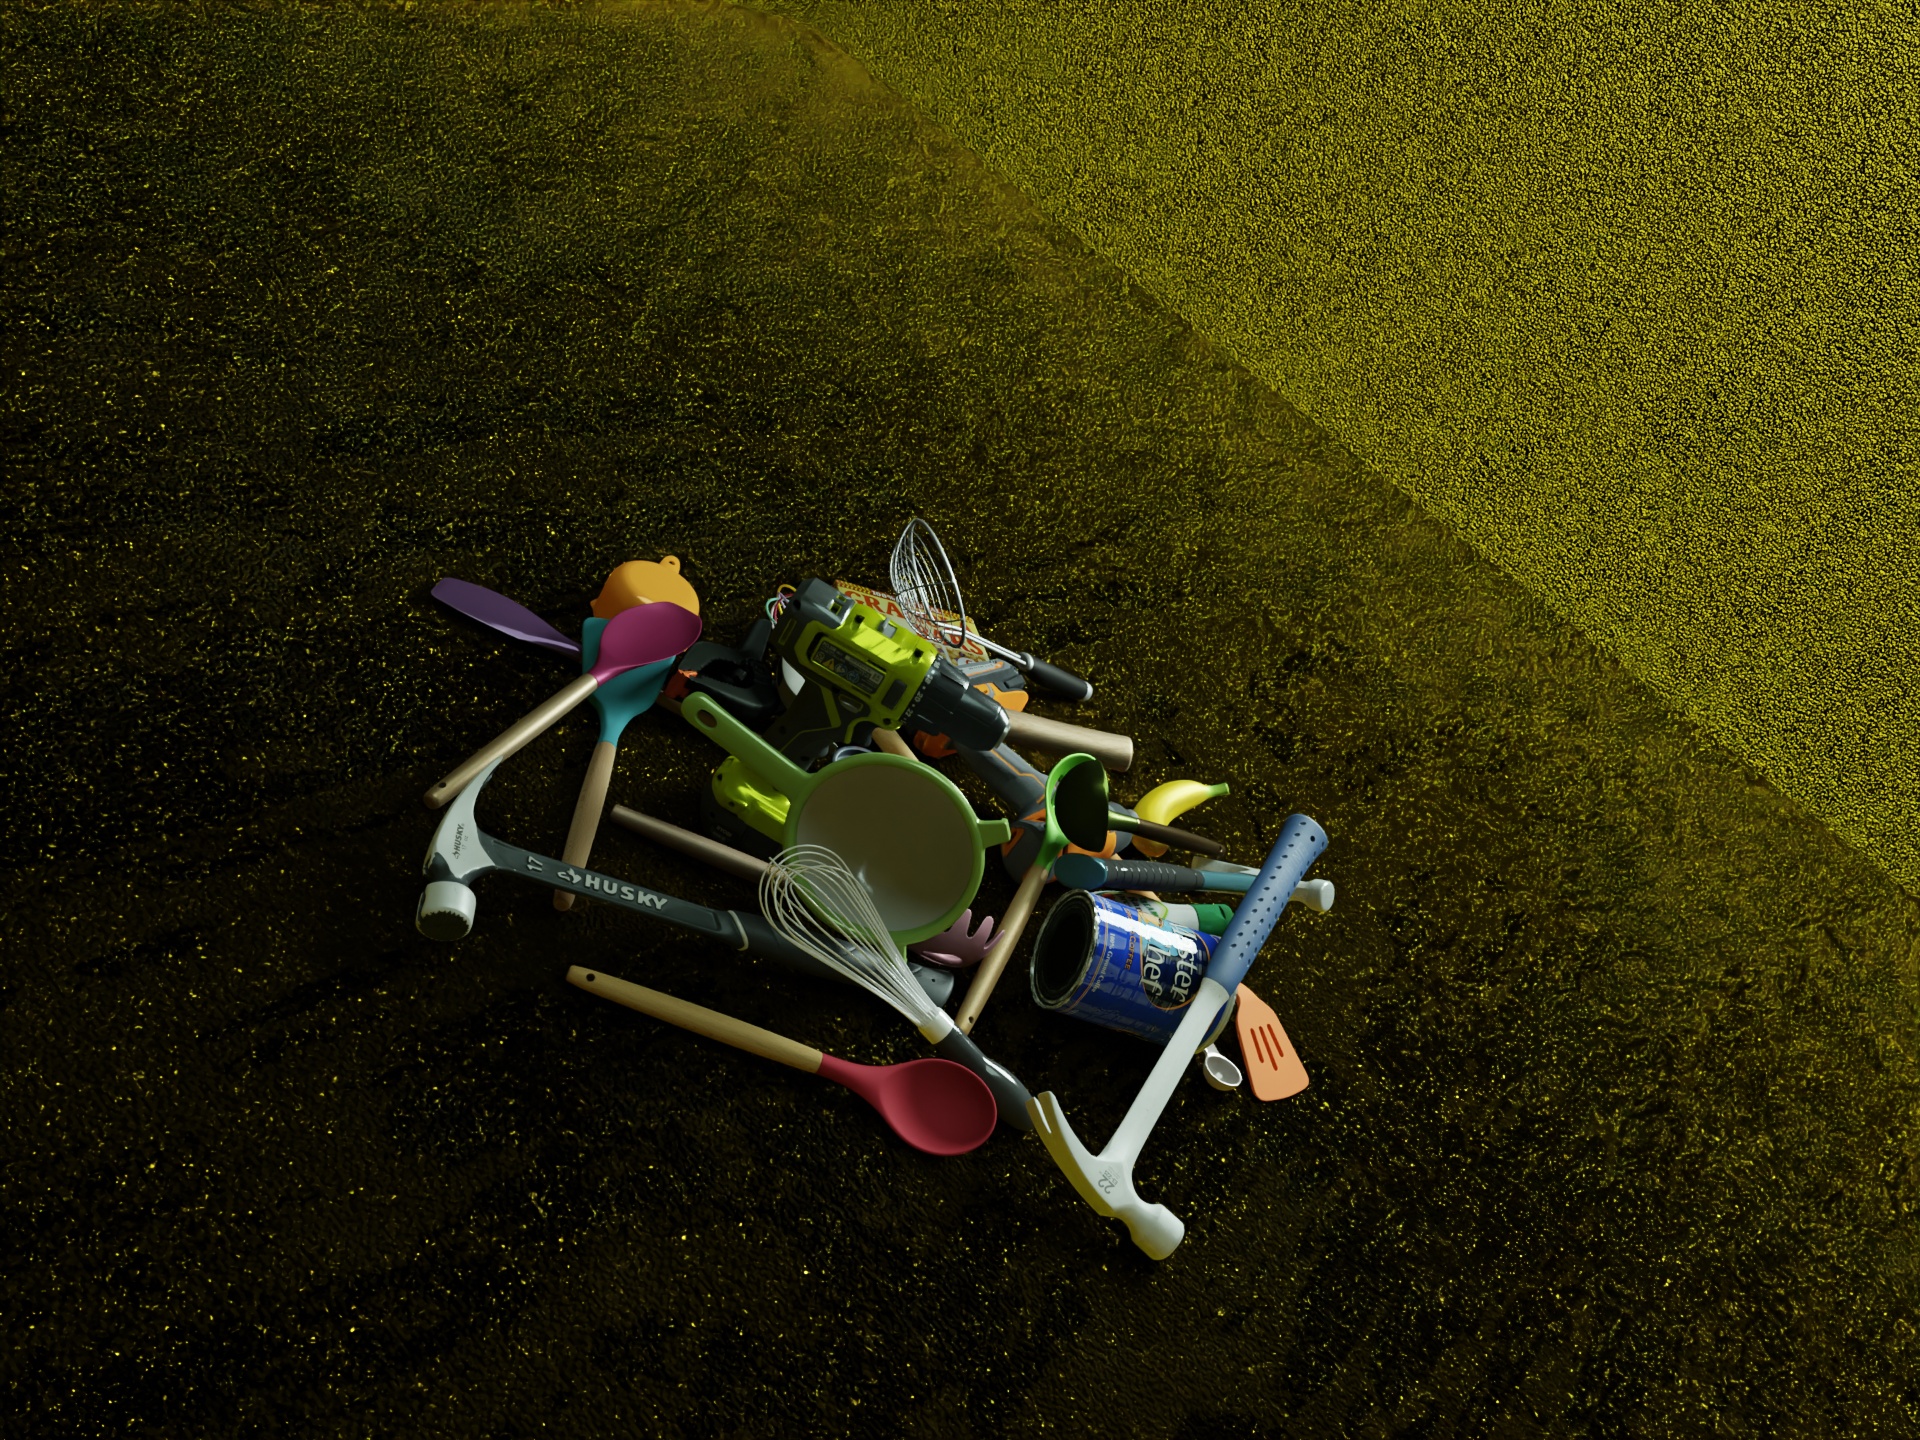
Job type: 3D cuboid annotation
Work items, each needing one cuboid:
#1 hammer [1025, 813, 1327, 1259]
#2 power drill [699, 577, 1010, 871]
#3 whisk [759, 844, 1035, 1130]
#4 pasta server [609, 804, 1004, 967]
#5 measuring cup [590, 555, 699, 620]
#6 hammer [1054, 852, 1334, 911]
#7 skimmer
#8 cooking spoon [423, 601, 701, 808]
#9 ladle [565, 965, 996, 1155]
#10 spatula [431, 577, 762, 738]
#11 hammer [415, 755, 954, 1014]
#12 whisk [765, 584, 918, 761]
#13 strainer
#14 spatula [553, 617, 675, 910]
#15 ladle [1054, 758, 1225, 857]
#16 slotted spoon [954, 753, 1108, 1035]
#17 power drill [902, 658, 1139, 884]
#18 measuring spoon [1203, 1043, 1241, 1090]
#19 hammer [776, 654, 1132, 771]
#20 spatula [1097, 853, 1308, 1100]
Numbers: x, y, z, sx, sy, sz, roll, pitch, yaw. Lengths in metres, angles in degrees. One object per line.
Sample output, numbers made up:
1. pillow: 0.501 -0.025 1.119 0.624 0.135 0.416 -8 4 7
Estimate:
1. hammer: 0.193 0.215 1.252 0.144 0.035 0.406 43 52 -4
2. power drill: -0.087 0.023 1.239 0.190 0.228 0.080 31 29 -4
3. whisk: -0.039 0.199 1.152 0.284 0.070 0.070 47 28 -10
4. pasta server: -0.119 0.125 1.230 0.316 0.060 0.040 23 61 -4
5. measuring cup: -0.275 -0.126 1.459 0.095 0.052 0.174 27 32 -11
6. hammer: 0.202 0.143 1.437 0.128 0.033 0.330 8 -2 42
7. skimmer: 0.051 -0.095 1.602 0.363 0.090 0.127 23 30 -50
8. cooking spoon: -0.306 -0.018 1.246 0.069 0.017 0.319 27 39 13
9. ladle: -0.122 0.230 1.101 0.315 0.031 0.069 23 55 -12
10. spatula: -0.297 -0.044 1.352 0.316 0.018 0.060 27 23 -8
11. hammer: -0.181 0.142 1.148 0.408 0.036 0.149 22 38 -26
12. whisk: -0.110 -0.038 1.500 0.245 0.047 0.051 52 26 23
13. strainer: -0.094 0.055 1.184 0.256 0.151 0.069 37 20 -1
14. spatula: -0.280 0.029 1.233 0.082 0.044 0.318 13 35 -11
15. ladle: 0.177 0.096 1.433 0.320 0.062 0.078 19 64 -54
16. slotted spoon: 0.056 0.142 1.325 0.070 0.031 0.314 51 43 -20
17. power drill: 0.064 0.049 1.497 0.164 0.084 0.227 -11 55 -45
18. measuring spoon: 0.201 0.274 1.371 0.034 0.018 0.124 10 30 -32
19. hammer: -0.002 -0.005 1.422 0.331 0.031 0.130 14 49 -12
20. spatula: 0.201 0.209 1.456 0.081 0.041 0.323 -2 40 -45
